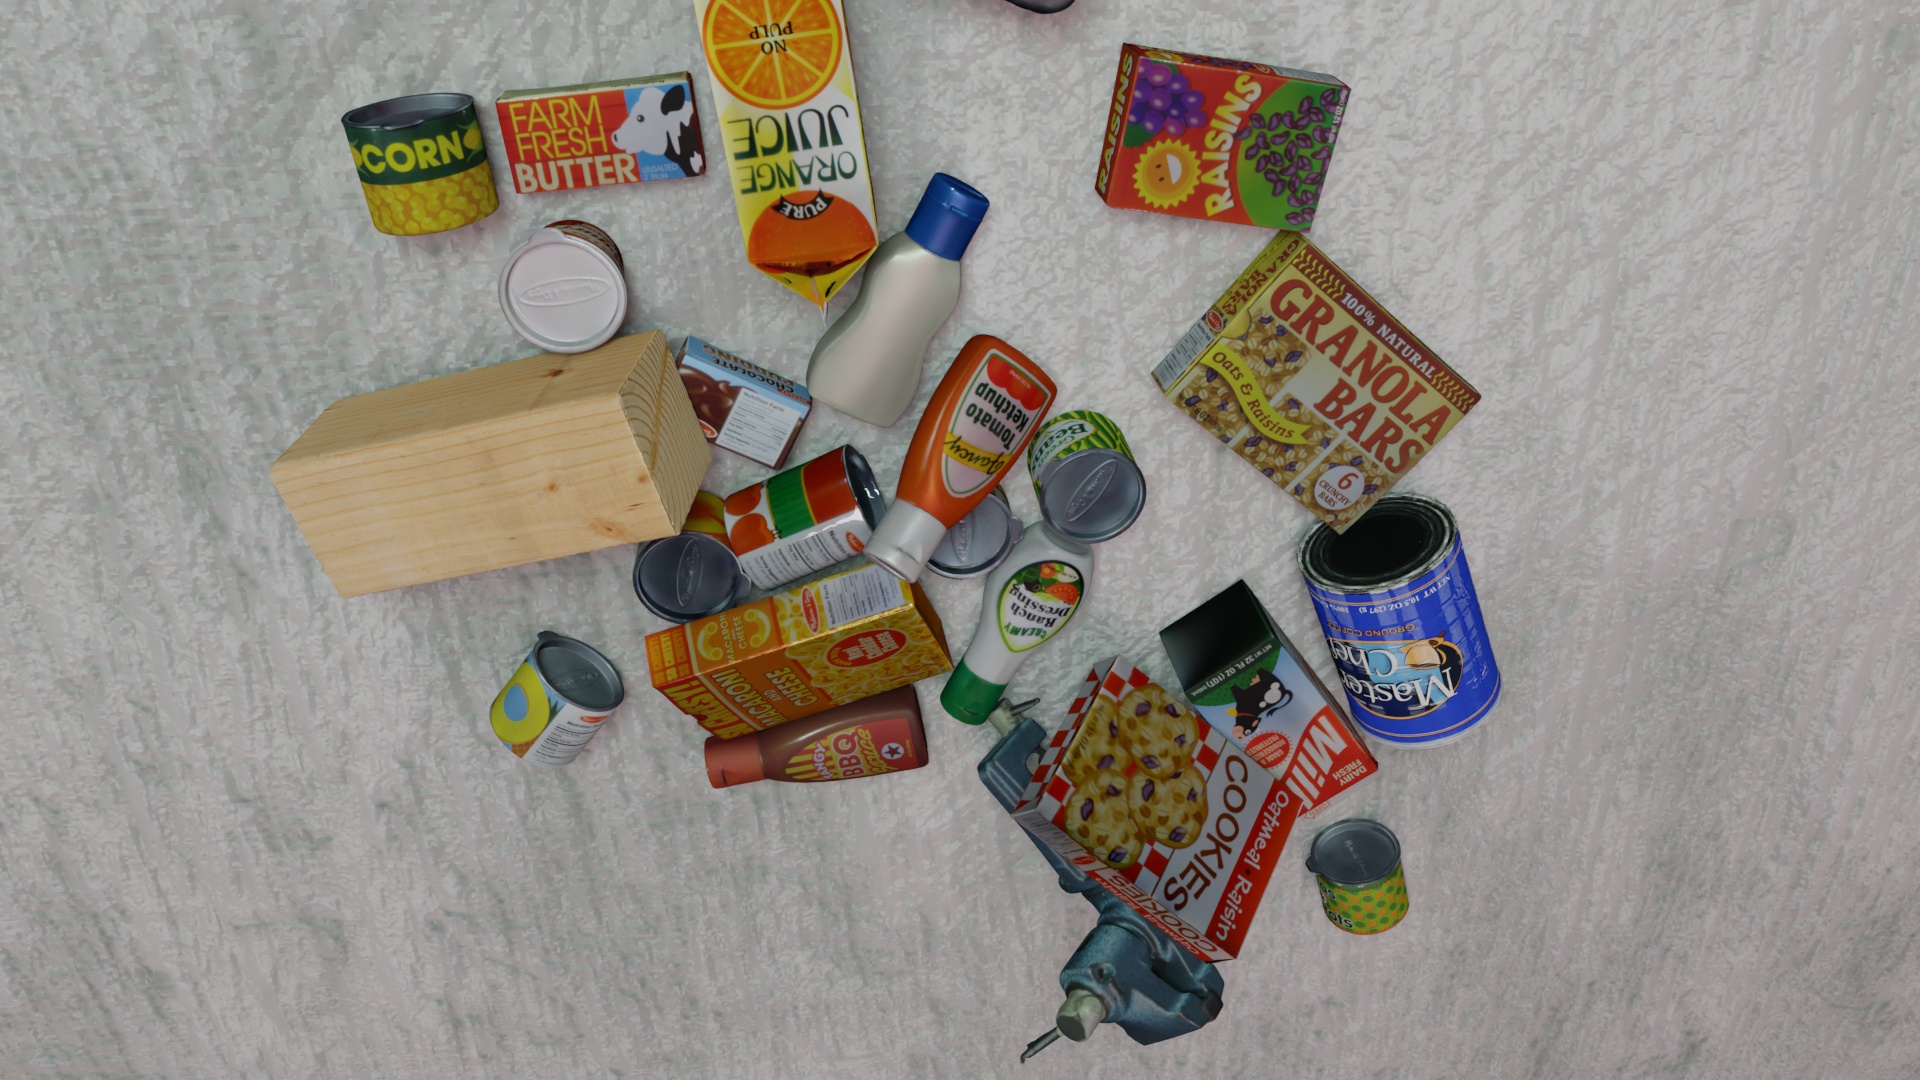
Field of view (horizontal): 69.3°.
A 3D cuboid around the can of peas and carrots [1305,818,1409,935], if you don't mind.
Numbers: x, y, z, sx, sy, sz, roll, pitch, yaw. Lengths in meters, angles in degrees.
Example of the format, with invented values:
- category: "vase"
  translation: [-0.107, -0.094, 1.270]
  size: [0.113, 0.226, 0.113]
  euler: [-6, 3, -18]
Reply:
- category: "can of peas and carrots"
  translation: [0.302, 0.257, 1.057]
  size: [0.071, 0.071, 0.058]
  euler: [-18, 121, 3]

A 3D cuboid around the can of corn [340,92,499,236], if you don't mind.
- category: "can of corn"
  translation: [-0.282, -0.197, 0.727]
  size: [0.071, 0.071, 0.058]
  euler: [-7, 121, -3]

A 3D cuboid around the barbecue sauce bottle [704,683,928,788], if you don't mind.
- category: "barbecue sauce bottle"
  translation: [-0.099, 0.139, 0.954]
  size: [0.149, 0.044, 0.064]
  euler: [-10, 128, -1]

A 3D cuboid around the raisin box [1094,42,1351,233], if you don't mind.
- category: "raisin box"
  translation: [0.145, -0.226, 0.782]
  size: [0.123, 0.040, 0.085]
  euler: [4, 119, -11]

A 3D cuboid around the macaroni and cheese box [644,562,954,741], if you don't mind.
- category: "macaroni and cheese box"
  translation: [-0.098, 0.072, 0.885]
  size: [0.166, 0.040, 0.123]
  euler: [-18, 154, 4]

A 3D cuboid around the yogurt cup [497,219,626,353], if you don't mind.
- category: "yogurt cup"
  translation: [-0.218, -0.145, 0.774]
  size: [0.072, 0.054, 0.072]
  euler: [-3, 120, -5]

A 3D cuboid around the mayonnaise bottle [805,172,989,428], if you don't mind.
- category: "mayonnaise bottle"
  translation: [-0.033, -0.140, 0.808]
  size: [0.065, 0.041, 0.147]
  euler: [23, 113, -20]

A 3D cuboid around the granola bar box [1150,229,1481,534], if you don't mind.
- category: "granola bar box"
  translation: [0.222, -0.096, 0.864]
  size: [0.165, 0.039, 0.124]
  euler: [34, 110, -23]

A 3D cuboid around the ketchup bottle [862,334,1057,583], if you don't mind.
- category: "ketchup bottle"
  translation: [-0.004, -0.046, 0.823]
  size: [0.064, 0.043, 0.149]
  euler: [36, 79, -24]

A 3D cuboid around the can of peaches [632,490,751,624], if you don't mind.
- category: "can of peaches"
  translation: [-0.166, 0.010, 0.865]
  size: [0.071, 0.058, 0.071]
  euler: [-3, 119, -6]

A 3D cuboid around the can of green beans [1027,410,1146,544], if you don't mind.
- category: "can of green beans"
  translation: [0.078, -0.040, 0.867]
  size: [0.071, 0.058, 0.071]
  euler: [-3, 120, -5]

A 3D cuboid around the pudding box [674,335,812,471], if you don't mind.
- category: "pudding box"
  translation: [-0.136, -0.082, 0.833]
  size: [0.084, 0.030, 0.049]
  euler: [22, 115, -18]

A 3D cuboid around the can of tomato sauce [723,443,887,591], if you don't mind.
- category: "can of tomato sauce"
  translation: [-0.094, -0.015, 0.855]
  size: [0.083, 0.071, 0.071]
  euler: [-22, 120, 10]

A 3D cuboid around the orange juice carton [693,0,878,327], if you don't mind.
- category: "orange juice carton"
  translation: [-0.088, -0.215, 0.740]
  size: [0.073, 0.072, 0.191]
  euler: [-9, 120, -1]

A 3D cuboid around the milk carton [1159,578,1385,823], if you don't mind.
- category: "milk carton"
  translation: [0.224, 0.125, 0.969]
  size: [0.072, 0.074, 0.190]
  euler: [-36, 118, 13]

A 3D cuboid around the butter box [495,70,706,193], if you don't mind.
- category: "butter box"
  translation: [-0.193, -0.220, 0.752]
  size: [0.103, 0.024, 0.053]
  euler: [-7, 119, -3]

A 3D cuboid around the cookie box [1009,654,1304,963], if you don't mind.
- category: "cookie box"
  translation: [0.131, 0.174, 0.902]
  size: [0.167, 0.123, 0.040]
  euler: [38, 151, -10]

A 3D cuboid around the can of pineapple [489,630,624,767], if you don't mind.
- category: "can of pineapple"
  translation: [-0.263, 0.104, 0.903]
  size: [0.071, 0.071, 0.057]
  euler: [33, 111, -22]

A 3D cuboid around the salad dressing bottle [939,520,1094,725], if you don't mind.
- category: "salad dressing bottle"
  translation: [0.035, 0.057, 0.925]
  size: [0.064, 0.044, 0.147]
  euler: [21, 115, -19]

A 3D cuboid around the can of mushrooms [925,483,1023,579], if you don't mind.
- category: "can of mushrooms"
  translation: [0.003, -0.011, 0.888]
  size: [0.071, 0.033, 0.070]
  euler: [-3, 119, -5]
